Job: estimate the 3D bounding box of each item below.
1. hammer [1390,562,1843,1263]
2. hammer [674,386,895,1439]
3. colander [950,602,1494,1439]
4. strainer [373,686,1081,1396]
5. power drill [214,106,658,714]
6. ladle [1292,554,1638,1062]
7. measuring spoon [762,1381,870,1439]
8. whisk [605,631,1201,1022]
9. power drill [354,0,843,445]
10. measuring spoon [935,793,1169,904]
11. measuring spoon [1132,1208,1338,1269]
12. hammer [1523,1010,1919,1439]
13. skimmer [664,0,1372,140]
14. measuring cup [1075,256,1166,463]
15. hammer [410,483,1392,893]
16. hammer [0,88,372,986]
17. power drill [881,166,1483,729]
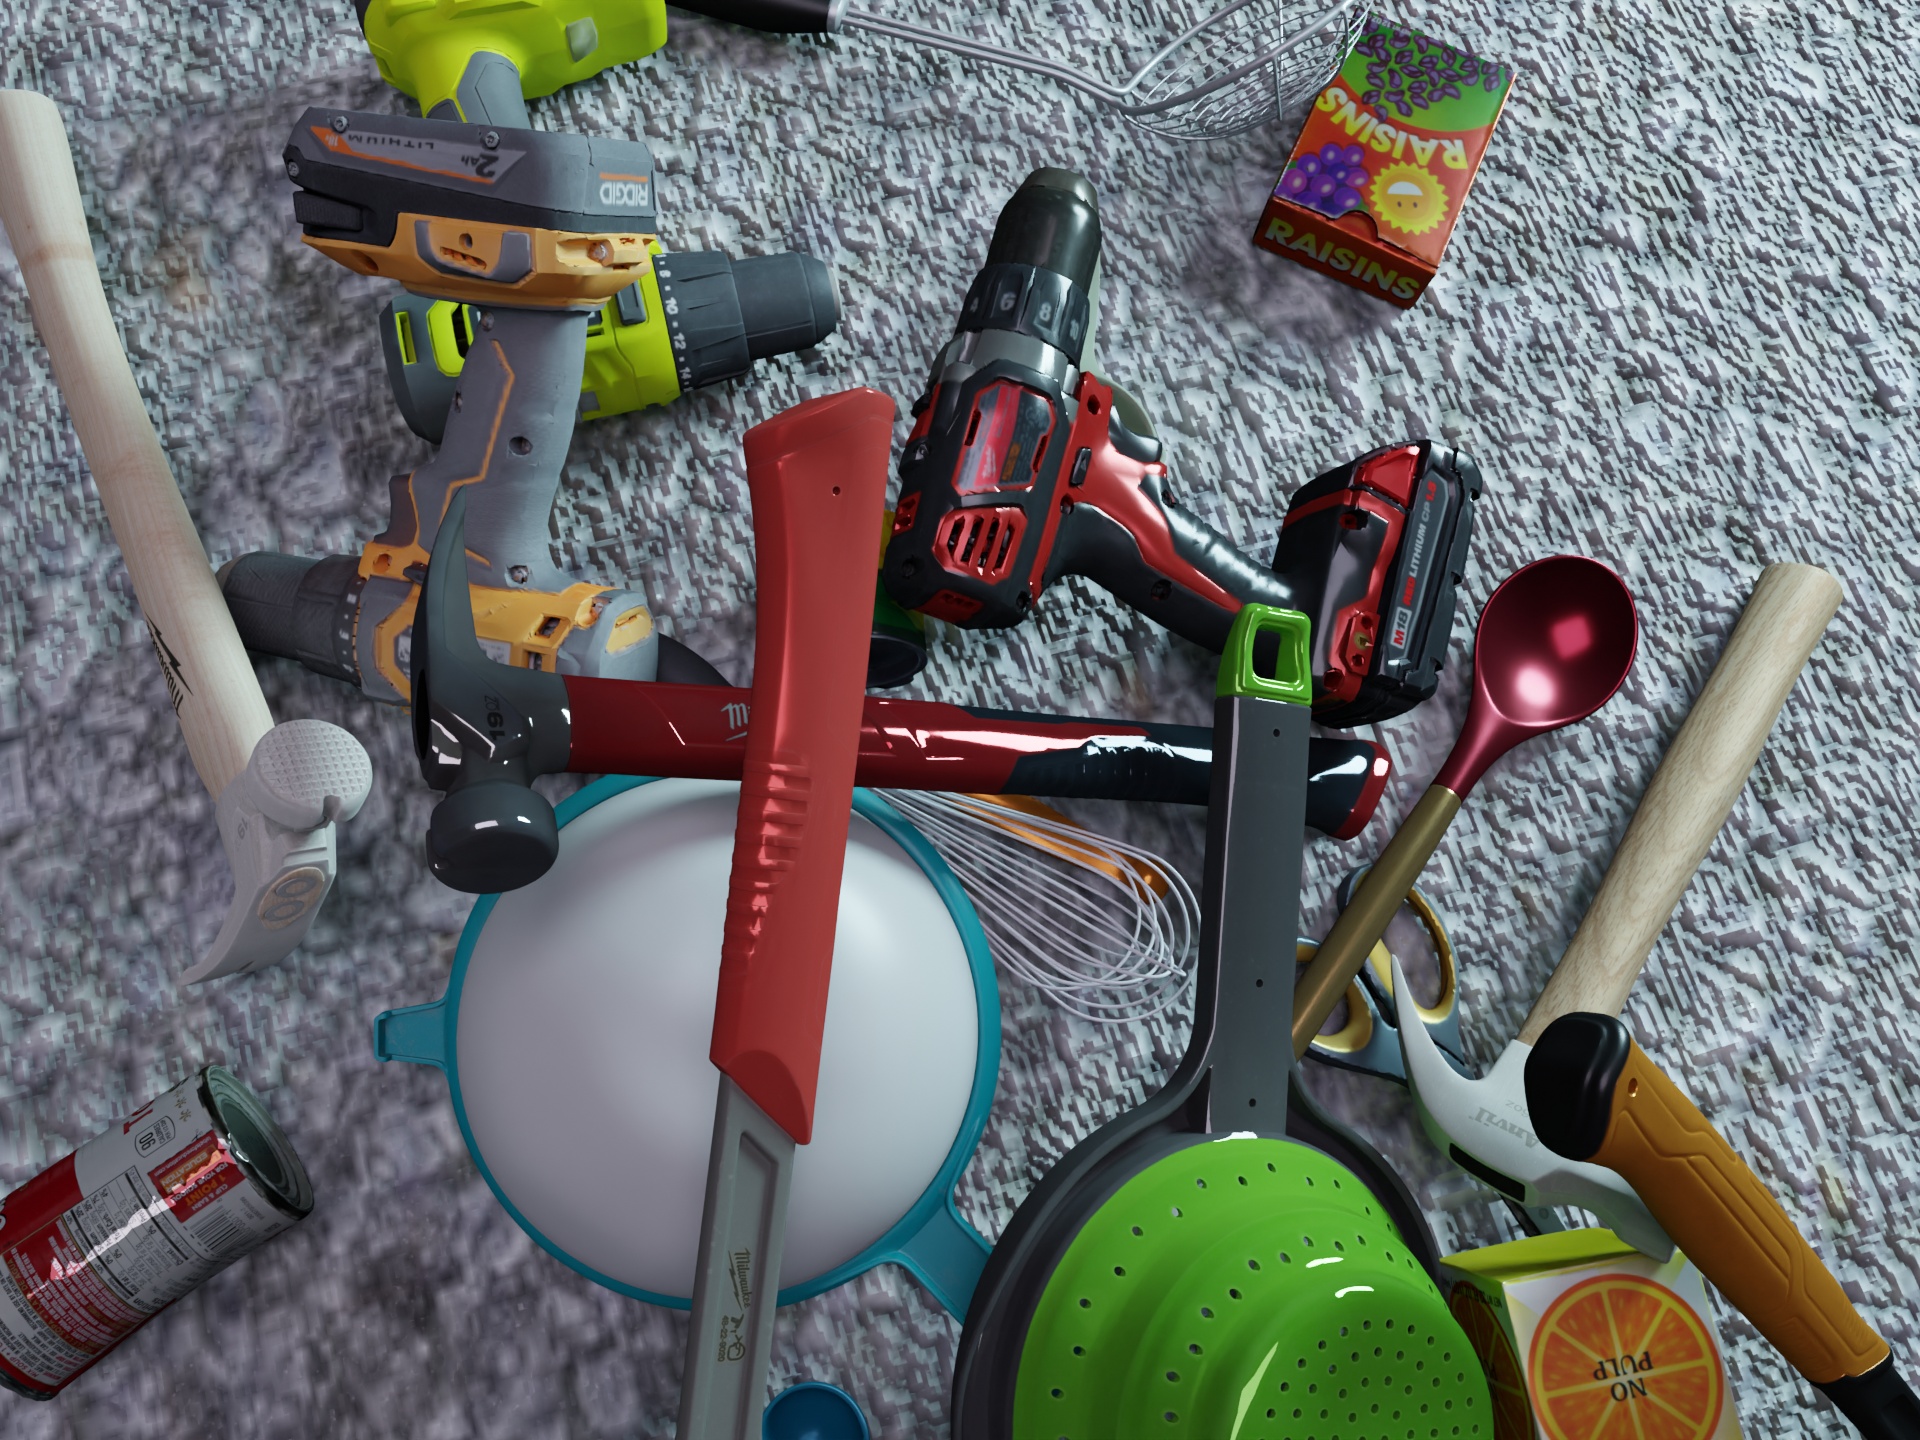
[{"bbox_3d":[0.283,0.050,0.645,0.130,0.031,0.331,22,58,31],"label":"hammer"},{"bbox_3d":[-0.048,0.080,0.487,0.149,0.037,0.359,7,89,-32],"label":"hammer"},{"bbox_3d":[0.114,0.152,0.541,0.204,0.094,0.397,8,83,-24],"label":"colander"},{"bbox_3d":[-0.045,0.160,0.558,0.340,0.095,0.211,45,88,4],"label":"strainer"},{"bbox_3d":[-0.205,-0.110,0.607,0.185,0.084,0.226,10,109,14],"label":"power drill"},{"bbox_3d":[0.188,0.051,0.654,0.069,0.031,0.315,39,69,2],"label":"ladle"},{"bbox_3d":[-0.093,0.279,0.580,0.128,0.021,0.042,-23,79,-2],"label":"measuring spoon"},{"bbox_3d":[-0.032,0.031,0.643,0.284,0.070,0.070,30,73,9],"label":"whisk"},{"bbox_3d":[-0.166,-0.242,0.703,0.190,0.080,0.229,-13,77,-8],"label":"power drill"},{"bbox_3d":[0.035,0.044,0.664,0.117,0.011,0.021,27,72,4],"label":"measuring spoon"},{"bbox_3d":[0.122,0.210,0.616,0.124,0.018,0.034,12,72,-2],"label":"measuring spoon"},{"bbox_3d":[0.296,0.200,0.543,0.336,0.034,0.127,44,70,-23],"label":"hammer"},{"bbox_3d":[0.005,-0.346,0.743,0.363,0.090,0.127,14,40,2],"label":"skimmer"},{"bbox_3d":[0.048,-0.155,0.715,0.083,0.038,0.168,4,71,-4],"label":"measuring cup"},{"bbox_3d":[-0.001,-0.002,0.590,0.386,0.038,0.143,4,51,-28],"label":"hammer"},{"bbox_3d":[-0.336,-0.095,0.639,0.038,0.146,0.411,-8,59,-43],"label":"hammer"},{"bbox_3d":[0.091,-0.105,0.646,0.226,0.080,0.188,18,79,-14],"label":"power drill"}]
